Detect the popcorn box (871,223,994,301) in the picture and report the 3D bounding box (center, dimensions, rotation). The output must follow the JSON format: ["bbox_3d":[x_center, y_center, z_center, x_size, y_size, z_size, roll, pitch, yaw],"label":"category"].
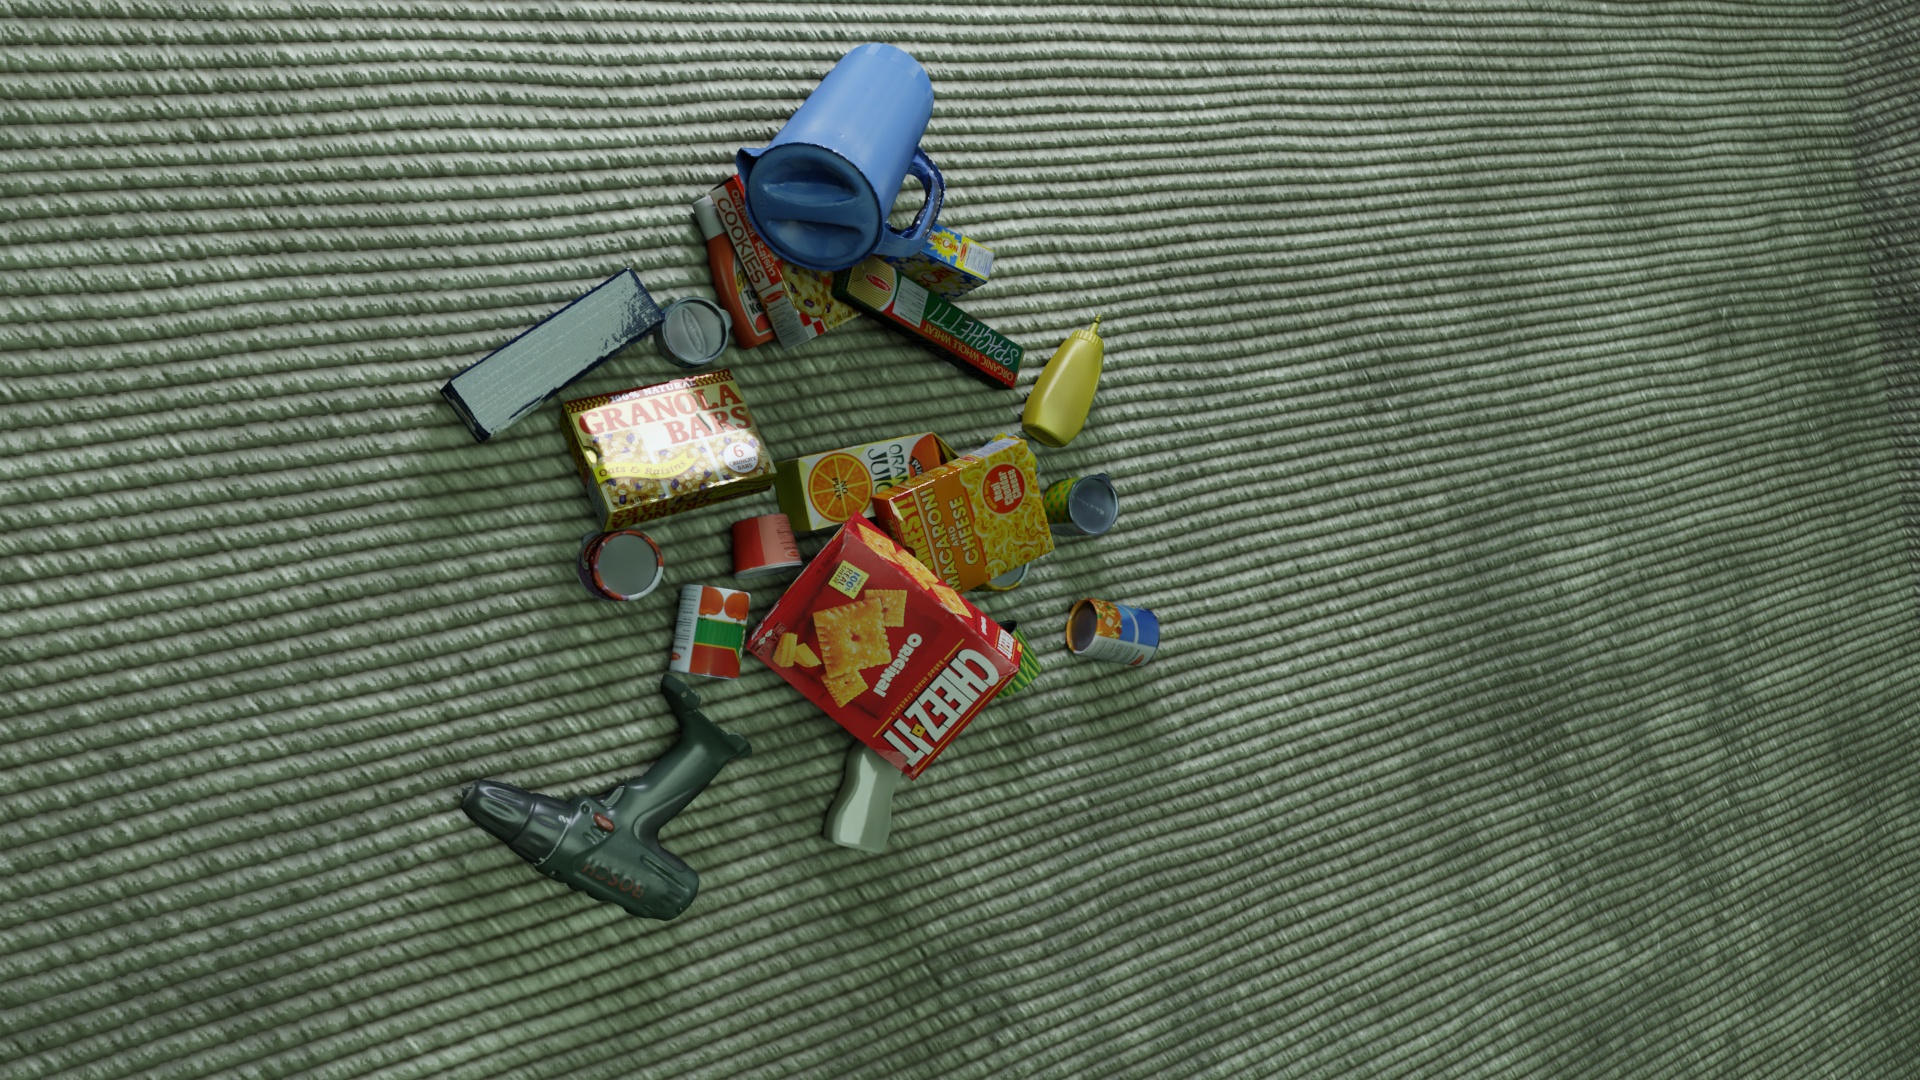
[{"bbox_3d":[-0.035,-0.278,1.411,0.085,0.126,0.038,19,76,-27],"label":"popcorn box"}]

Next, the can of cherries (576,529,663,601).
[{"bbox_3d":[-0.316,0.022,1.280,0.071,0.058,0.071,1,88,-29],"label":"can of cherries"}]

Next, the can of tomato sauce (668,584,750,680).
[{"bbox_3d":[-0.236,0.088,1.318,0.071,0.071,0.083,11,82,-28],"label":"can of tomato sauce"}]

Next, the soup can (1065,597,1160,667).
[{"bbox_3d":[0.168,0.100,1.544,0.084,0.071,0.071,13,82,-28],"label":"soup can"}]

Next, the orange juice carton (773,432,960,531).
[{"bbox_3d":[-0.085,-0.063,1.405,0.193,0.071,0.073,-14,96,-29],"label":"orange juice carton"}]

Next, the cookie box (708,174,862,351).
[{"bbox_3d":[-0.161,-0.284,1.362,0.123,0.040,0.167,-39,108,-53],"label":"cookie box"}]

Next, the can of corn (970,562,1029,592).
[{"bbox_3d":[0.029,0.022,1.472,0.071,0.058,0.071,1,87,-29],"label":"can of corn"}]

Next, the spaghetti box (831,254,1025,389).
[{"bbox_3d":[-0.028,-0.224,1.433,0.250,0.028,0.050,25,75,-42],"label":"spaghetti box"}]

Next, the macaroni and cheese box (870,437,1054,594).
[{"bbox_3d":[0.005,-0.017,1.393,0.167,0.040,0.123,-25,110,-25],"label":"macaroni and cheese box"}]

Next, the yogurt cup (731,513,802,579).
[{"bbox_3d":[-0.191,0.005,1.349,0.072,0.072,0.054,-8,84,-29],"label":"yogurt cup"}]

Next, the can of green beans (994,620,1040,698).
[{"bbox_3d":[0.044,0.126,1.472,0.071,0.071,0.057,-35,105,-25],"label":"can of green beans"}]

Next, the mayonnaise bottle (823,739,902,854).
[{"bbox_3d":[-0.090,0.238,1.407,0.065,0.041,0.148,21,76,-27],"label":"mayonnaise bottle"}]

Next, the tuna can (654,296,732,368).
[{"bbox_3d":[-0.257,-0.201,1.337,0.071,0.033,0.071,1,88,-29],"label":"tuna can"}]

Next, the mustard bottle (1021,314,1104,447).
[{"bbox_3d":[0.124,-0.182,1.539,0.065,0.048,0.160,33,72,-23],"label":"mustard bottle"}]

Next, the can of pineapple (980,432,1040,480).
[{"bbox_3d":[0.042,-0.074,1.479,0.058,0.071,0.071,-41,107,-24],"label":"can of pineapple"}]

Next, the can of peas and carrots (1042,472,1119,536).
[{"bbox_3d":[0.132,-0.040,1.532,0.071,0.058,0.071,2,87,-29],"label":"can of peas and carrots"}]

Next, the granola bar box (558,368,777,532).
[{"bbox_3d":[-0.271,-0.087,1.292,0.166,0.039,0.124,-16,68,-29],"label":"granola bar box"}]

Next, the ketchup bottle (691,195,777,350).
[{"bbox_3d":[-0.215,-0.264,1.357,0.065,0.043,0.148,-31,102,-37],"label":"ketchup bottle"}]
